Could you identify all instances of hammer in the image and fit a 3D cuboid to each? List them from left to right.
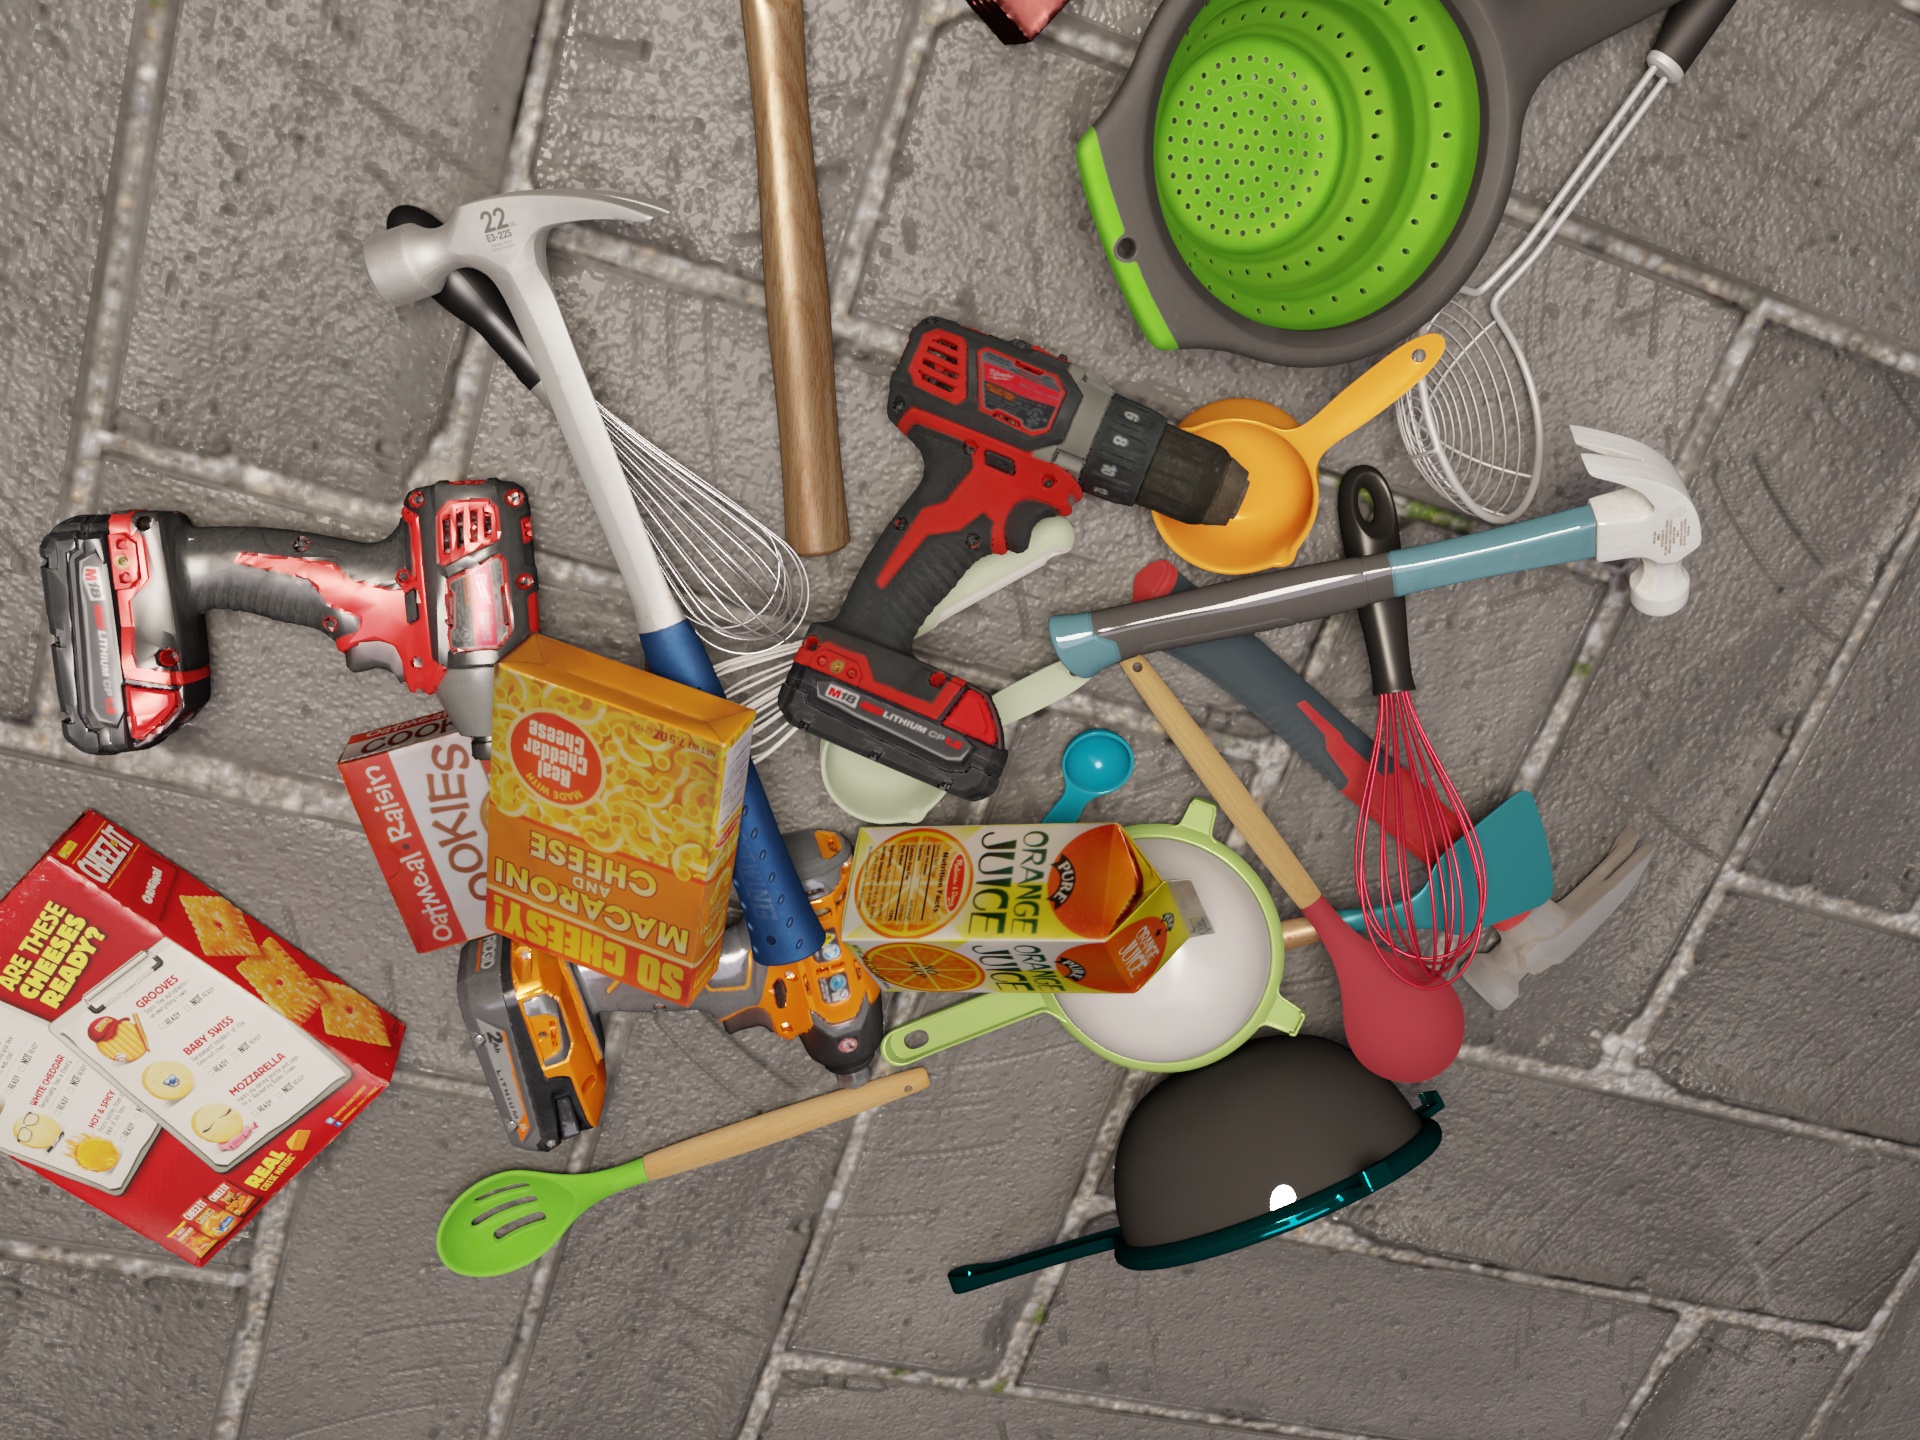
[{"bbox_3d":[-0.146,-0.058,0.784,0.144,0.035,0.405,-13,111,16],"label":"hammer"},{"bbox_3d":[-0.080,-0.239,0.776,0.130,0.031,0.331,-15,120,-22],"label":"hammer"},{"bbox_3d":[0.211,-0.072,0.830,0.331,0.033,0.128,-12,141,11],"label":"hammer"},{"bbox_3d":[0.254,0.022,0.950,0.386,0.038,0.143,39,100,-21],"label":"hammer"}]

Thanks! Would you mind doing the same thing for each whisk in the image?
[{"bbox_3d":[-0.179,-0.142,0.798,0.070,0.070,0.284,-40,108,8],"label":"whisk"},{"bbox_3d":[-0.046,-0.046,0.867,0.246,0.058,0.059,-29,84,-2],"label":"whisk"},{"bbox_3d":[0.244,0.004,0.886,0.073,0.073,0.296,-8,89,-7],"label":"whisk"}]

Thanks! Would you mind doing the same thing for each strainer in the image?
[{"bbox_3d":[0.064,0.158,0.935,0.256,0.069,0.151,-23,89,11],"label":"strainer"},{"bbox_3d":[0.123,0.274,0.996,0.340,0.211,0.095,-25,80,24],"label":"strainer"}]

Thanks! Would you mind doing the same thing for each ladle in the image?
[{"bbox_3d":[0.187,0.083,0.917,0.069,0.031,0.315,-37,92,2],"label":"ladle"}]

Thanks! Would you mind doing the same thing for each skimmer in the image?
[{"bbox_3d":[0.344,-0.274,0.814,0.127,0.090,0.363,24,106,-39],"label":"skimmer"}]

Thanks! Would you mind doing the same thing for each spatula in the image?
[{"bbox_3d":[0.198,0.124,0.962,0.317,0.044,0.082,-16,117,13],"label":"spatula"}]

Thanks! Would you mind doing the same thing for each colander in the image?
[{"bbox_3d":[0.229,-0.318,0.781,0.397,0.095,0.204,-29,113,-6],"label":"colander"}]

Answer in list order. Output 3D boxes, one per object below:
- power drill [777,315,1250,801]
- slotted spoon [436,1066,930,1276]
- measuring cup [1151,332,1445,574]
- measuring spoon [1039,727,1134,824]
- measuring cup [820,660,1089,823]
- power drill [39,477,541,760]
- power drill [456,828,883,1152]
[{"bbox_3d":[0.025,-0.073,0.803,0.188,0.080,0.227,23,88,3],"label":"power drill"},{"bbox_3d":[-0.169,0.271,0.987,0.313,0.031,0.070,-18,114,-4],"label":"slotted spoon"},{"bbox_3d":[0.178,-0.151,0.832,0.173,0.052,0.095,-37,105,27],"label":"measuring cup"},{"bbox_3d":[0.058,0.054,0.945,0.042,0.021,0.128,25,115,-15],"label":"measuring spoon"},{"bbox_3d":[-0.001,-0.003,0.897,0.167,0.038,0.083,-26,114,-1],"label":"measuring cup"},{"bbox_3d":[-0.322,-0.044,0.793,0.219,0.078,0.143,-5,98,-11],"label":"power drill"},{"bbox_3d":[-0.155,0.167,0.918,0.226,0.084,0.164,-16,114,-8],"label":"power drill"}]
